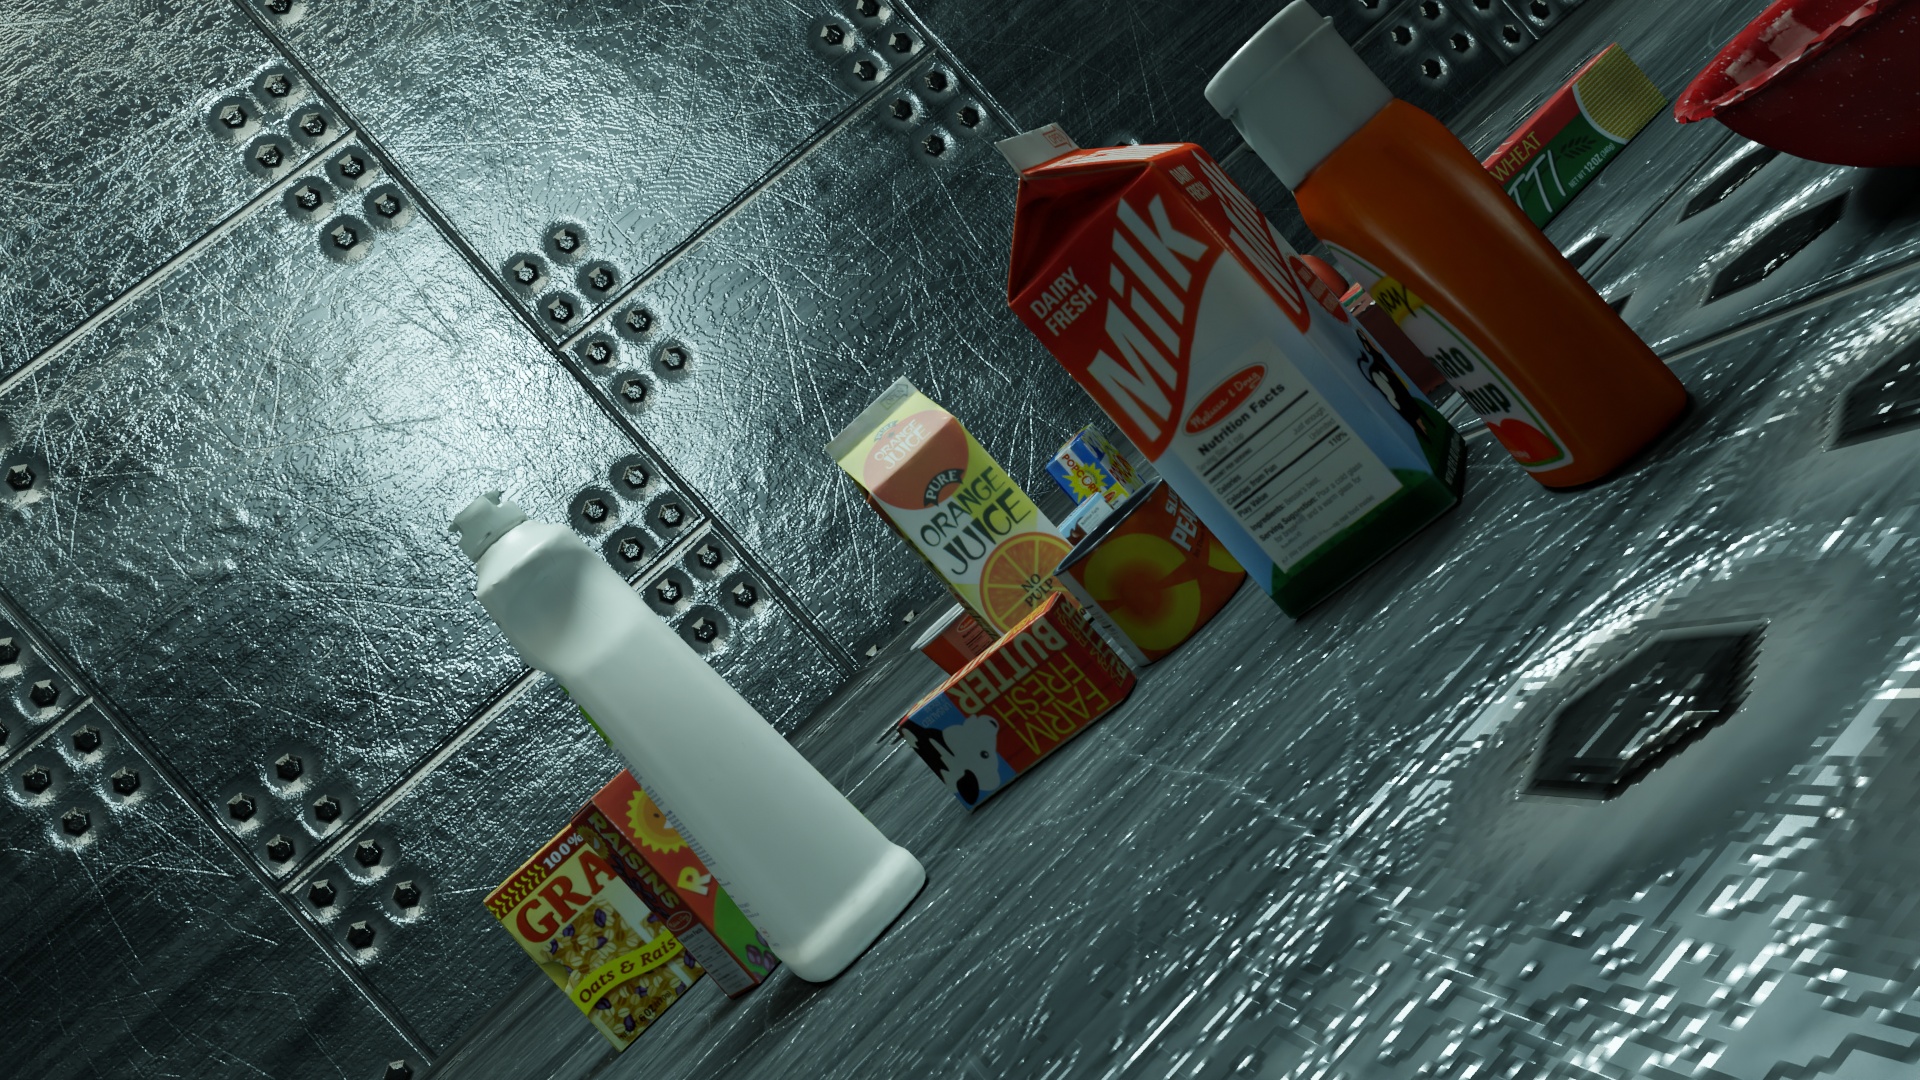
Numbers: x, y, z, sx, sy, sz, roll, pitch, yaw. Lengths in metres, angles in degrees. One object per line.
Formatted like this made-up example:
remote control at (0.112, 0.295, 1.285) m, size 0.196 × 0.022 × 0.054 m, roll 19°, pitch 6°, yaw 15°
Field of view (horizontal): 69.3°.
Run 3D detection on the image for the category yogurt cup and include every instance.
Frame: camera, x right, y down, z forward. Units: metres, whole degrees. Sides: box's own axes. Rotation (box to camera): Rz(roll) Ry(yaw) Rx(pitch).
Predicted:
yogurt cup at (0.009, 0.073, 1.014) m, size 0.072 × 0.054 × 0.072 m, roll -42°, pitch 1°, yaw 1°

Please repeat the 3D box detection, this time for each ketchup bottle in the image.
ketchup bottle at (0.131, -0.082, 0.384) m, size 0.043 × 0.149 × 0.065 m, roll -42°, pitch 1°, yaw 7°

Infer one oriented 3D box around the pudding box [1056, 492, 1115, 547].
pudding box at (0.086, 0.007, 0.974) m, size 0.030 × 0.049 × 0.084 m, roll -41°, pitch 1°, yaw 44°

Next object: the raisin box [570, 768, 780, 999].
raisin box at (-0.125, 0.157, 0.714) m, size 0.086 × 0.123 × 0.040 m, roll -43°, pitch 1°, yaw -42°

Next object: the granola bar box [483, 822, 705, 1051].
granola bar box at (-0.188, 0.209, 0.861) m, size 0.166 × 0.124 × 0.039 m, roll -43°, pitch 1°, yaw -12°

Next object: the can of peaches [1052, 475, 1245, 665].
can of peaches at (0.086, 0.012, 0.620) m, size 0.071 × 0.058 × 0.071 m, roll -42°, pitch 1°, yaw 1°

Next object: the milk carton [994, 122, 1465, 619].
milk carton at (0.087, -0.074, 0.493) m, size 0.073 × 0.190 × 0.073 m, roll -42°, pitch 1°, yaw 29°

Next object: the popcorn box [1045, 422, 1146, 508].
popcorn box at (0.114, -0.046, 1.109) m, size 0.038 × 0.085 × 0.127 m, roll -42°, pitch 1°, yaw 14°

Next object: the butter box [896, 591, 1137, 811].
butter box at (0.024, 0.072, 0.616) m, size 0.103 × 0.053 × 0.024 m, roll -42°, pitch 1°, yaw 30°

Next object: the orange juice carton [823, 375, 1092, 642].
orange juice carton at (0.003, -0.011, 0.878) m, size 0.072 × 0.192 × 0.073 m, roll -42°, pitch 1°, yaw -7°

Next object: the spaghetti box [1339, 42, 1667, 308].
spaghetti box at (0.316, -0.197, 0.804) m, size 0.251 × 0.050 × 0.028 m, roll -43°, pitch 1°, yaw -16°
